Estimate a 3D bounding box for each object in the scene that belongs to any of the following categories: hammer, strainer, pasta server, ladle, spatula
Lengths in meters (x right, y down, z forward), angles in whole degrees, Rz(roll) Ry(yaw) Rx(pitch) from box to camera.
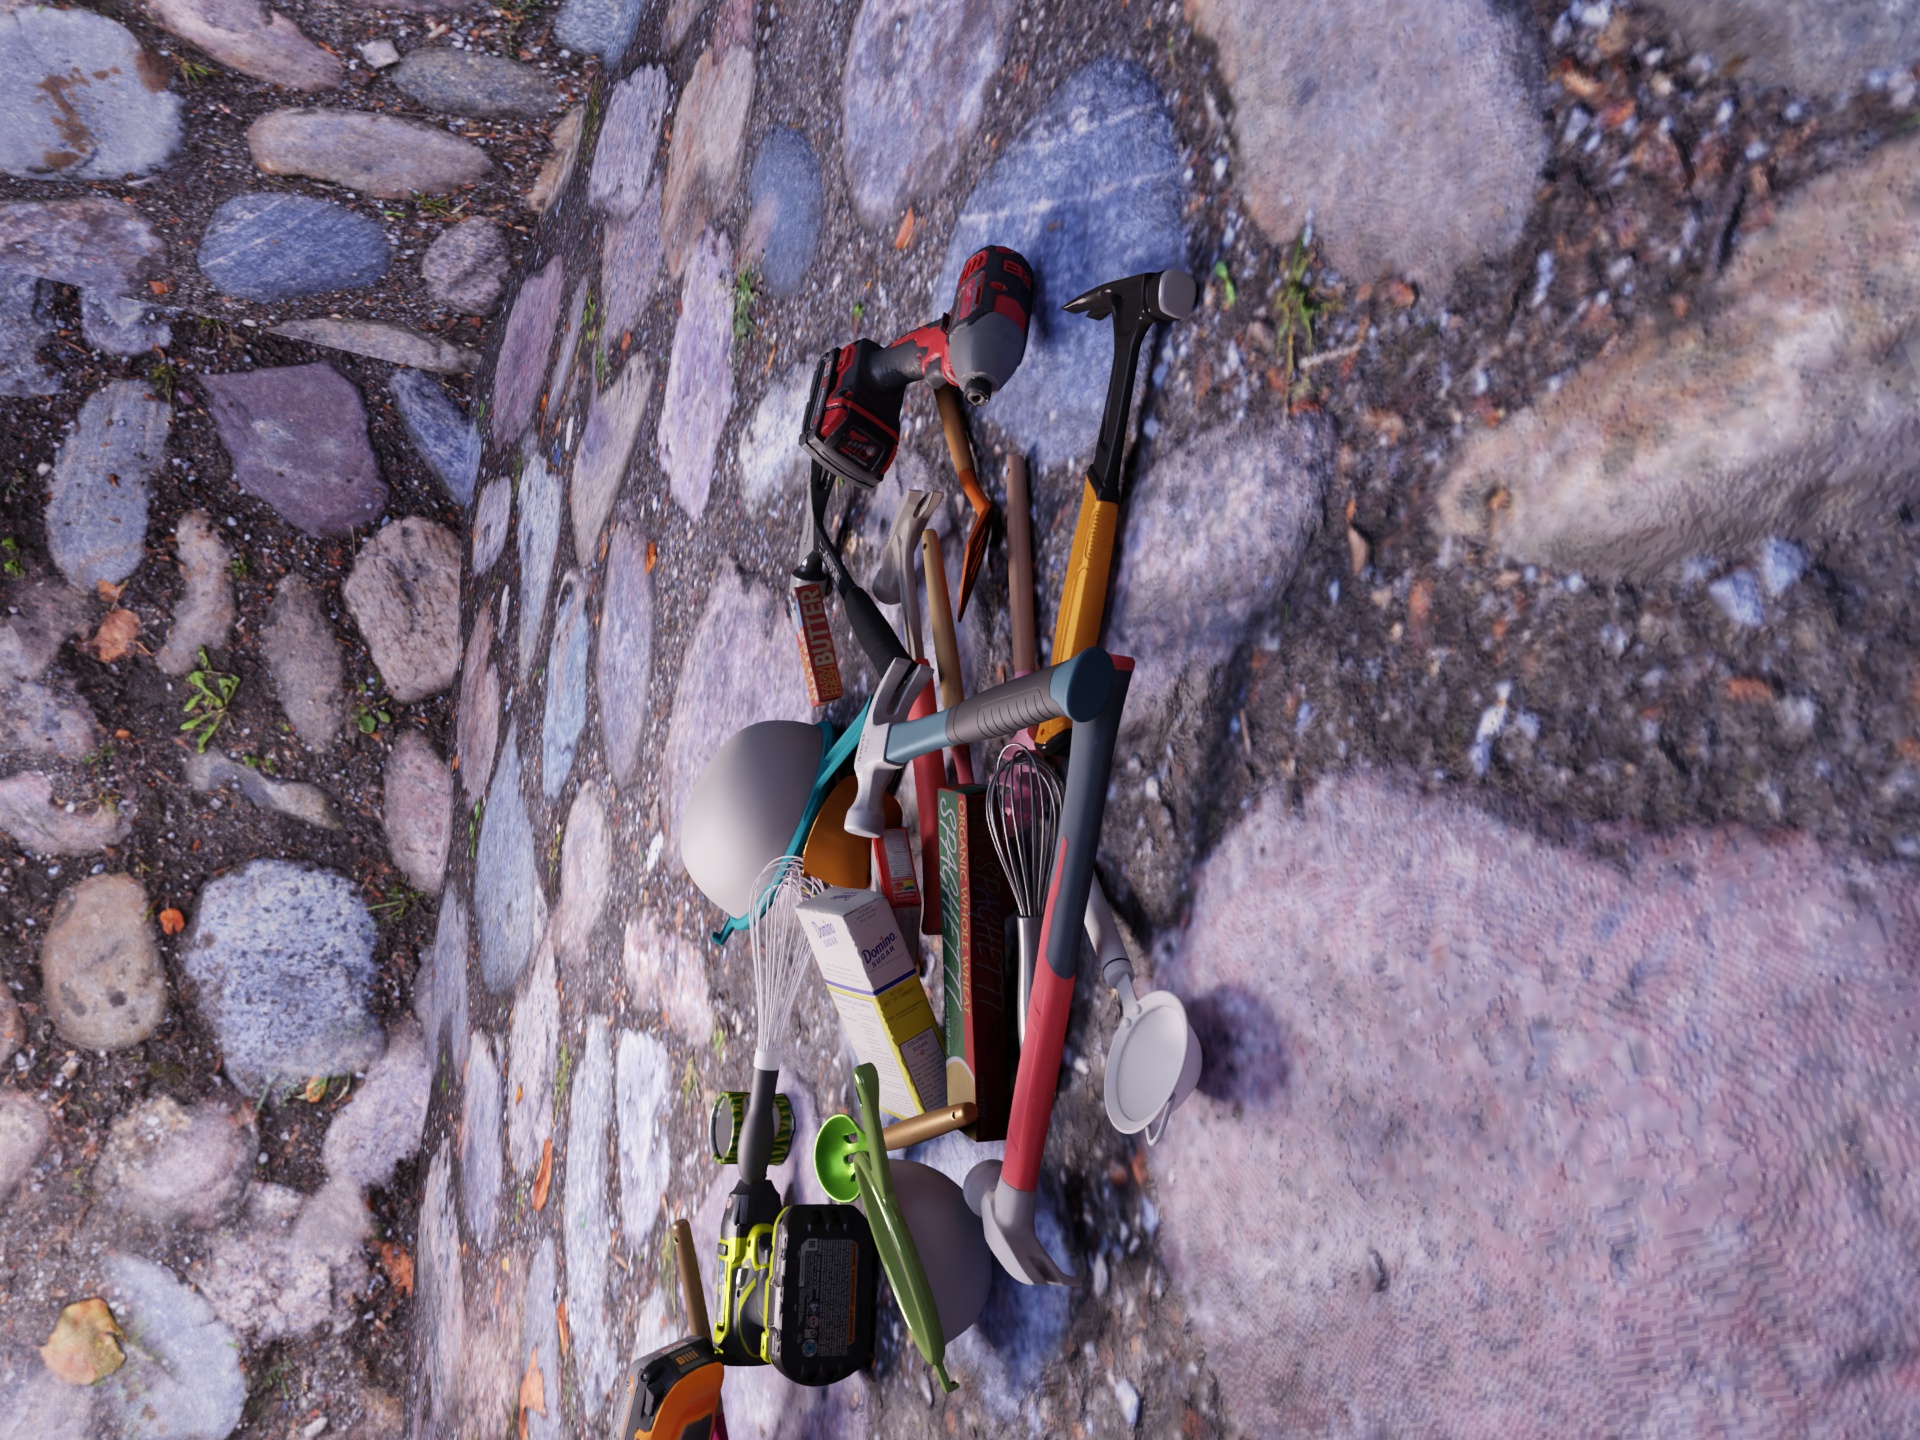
[{"bbox_3d":[-0.093,-0.113,1.383,0.409,0.036,0.149,-123,38,-61],"label":"hammer"},{"bbox_3d":[0.104,0.163,0.992,0.087,0.050,0.259,-57,29,27],"label":"strainer"},{"bbox_3d":[0.040,-0.061,1.186,0.060,0.040,0.316,138,136,-58],"label":"pasta server"},{"bbox_3d":[-0.002,-0.004,1.214,0.069,0.031,0.316,-33,59,50],"label":"ladle"},{"bbox_3d":[-0.173,0.052,1.427,0.340,0.095,0.211,-47,24,51],"label":"strainer"},{"bbox_3d":[0.091,-0.142,1.117,0.127,0.034,0.337,11,91,62],"label":"hammer"},{"bbox_3d":[-0.025,0.319,1.081,0.152,0.069,0.256,-127,25,-53],"label":"strainer"},{"bbox_3d":[-0.027,-0.003,1.276,0.149,0.036,0.359,119,148,-59],"label":"hammer"},{"bbox_3d":[-0.008,-0.220,1.323,0.081,0.041,0.323,98,164,-48],"label":"spatula"},{"bbox_3d":[0.066,0.150,0.992,0.143,0.038,0.386,-156,74,-72],"label":"hammer"},{"bbox_3d":[0.005,0.002,1.076,0.331,0.033,0.128,-18,59,62],"label":"hammer"}]

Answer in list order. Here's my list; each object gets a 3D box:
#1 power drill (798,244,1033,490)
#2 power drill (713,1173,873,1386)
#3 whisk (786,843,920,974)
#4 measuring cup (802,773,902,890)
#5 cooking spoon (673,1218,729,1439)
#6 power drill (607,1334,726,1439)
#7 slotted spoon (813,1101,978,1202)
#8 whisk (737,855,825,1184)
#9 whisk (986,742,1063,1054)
[{"bbox_3d":[-0.032,-0.282,1.303,0.219,0.078,0.143,-24,47,42],"label":"power drill"},{"bbox_3d":[-0.152,0.465,1.344,0.223,0.080,0.171,155,119,-62],"label":"power drill"},{"bbox_3d":[-0.093,0.158,1.371,0.245,0.047,0.051,37,115,55],"label":"whisk"},{"bbox_3d":[-0.078,0.109,1.315,0.095,0.052,0.173,-62,-16,-15],"label":"measuring cup"},{"bbox_3d":[-0.217,0.579,1.384,0.069,0.017,0.318,9,111,51],"label":"cooking spoon"},{"bbox_3d":[-0.177,0.600,1.277,0.227,0.084,0.164,29,109,33],"label":"power drill"},{"bbox_3d":[-0.049,0.311,1.178,0.313,0.031,0.070,136,127,-60],"label":"slotted spoon"},{"bbox_3d":[-0.159,0.256,1.356,0.070,0.070,0.284,11,93,63],"label":"whisk"},{"bbox_3d":[0.047,0.134,1.078,0.055,0.055,0.239,-2,92,62],"label":"whisk"}]
